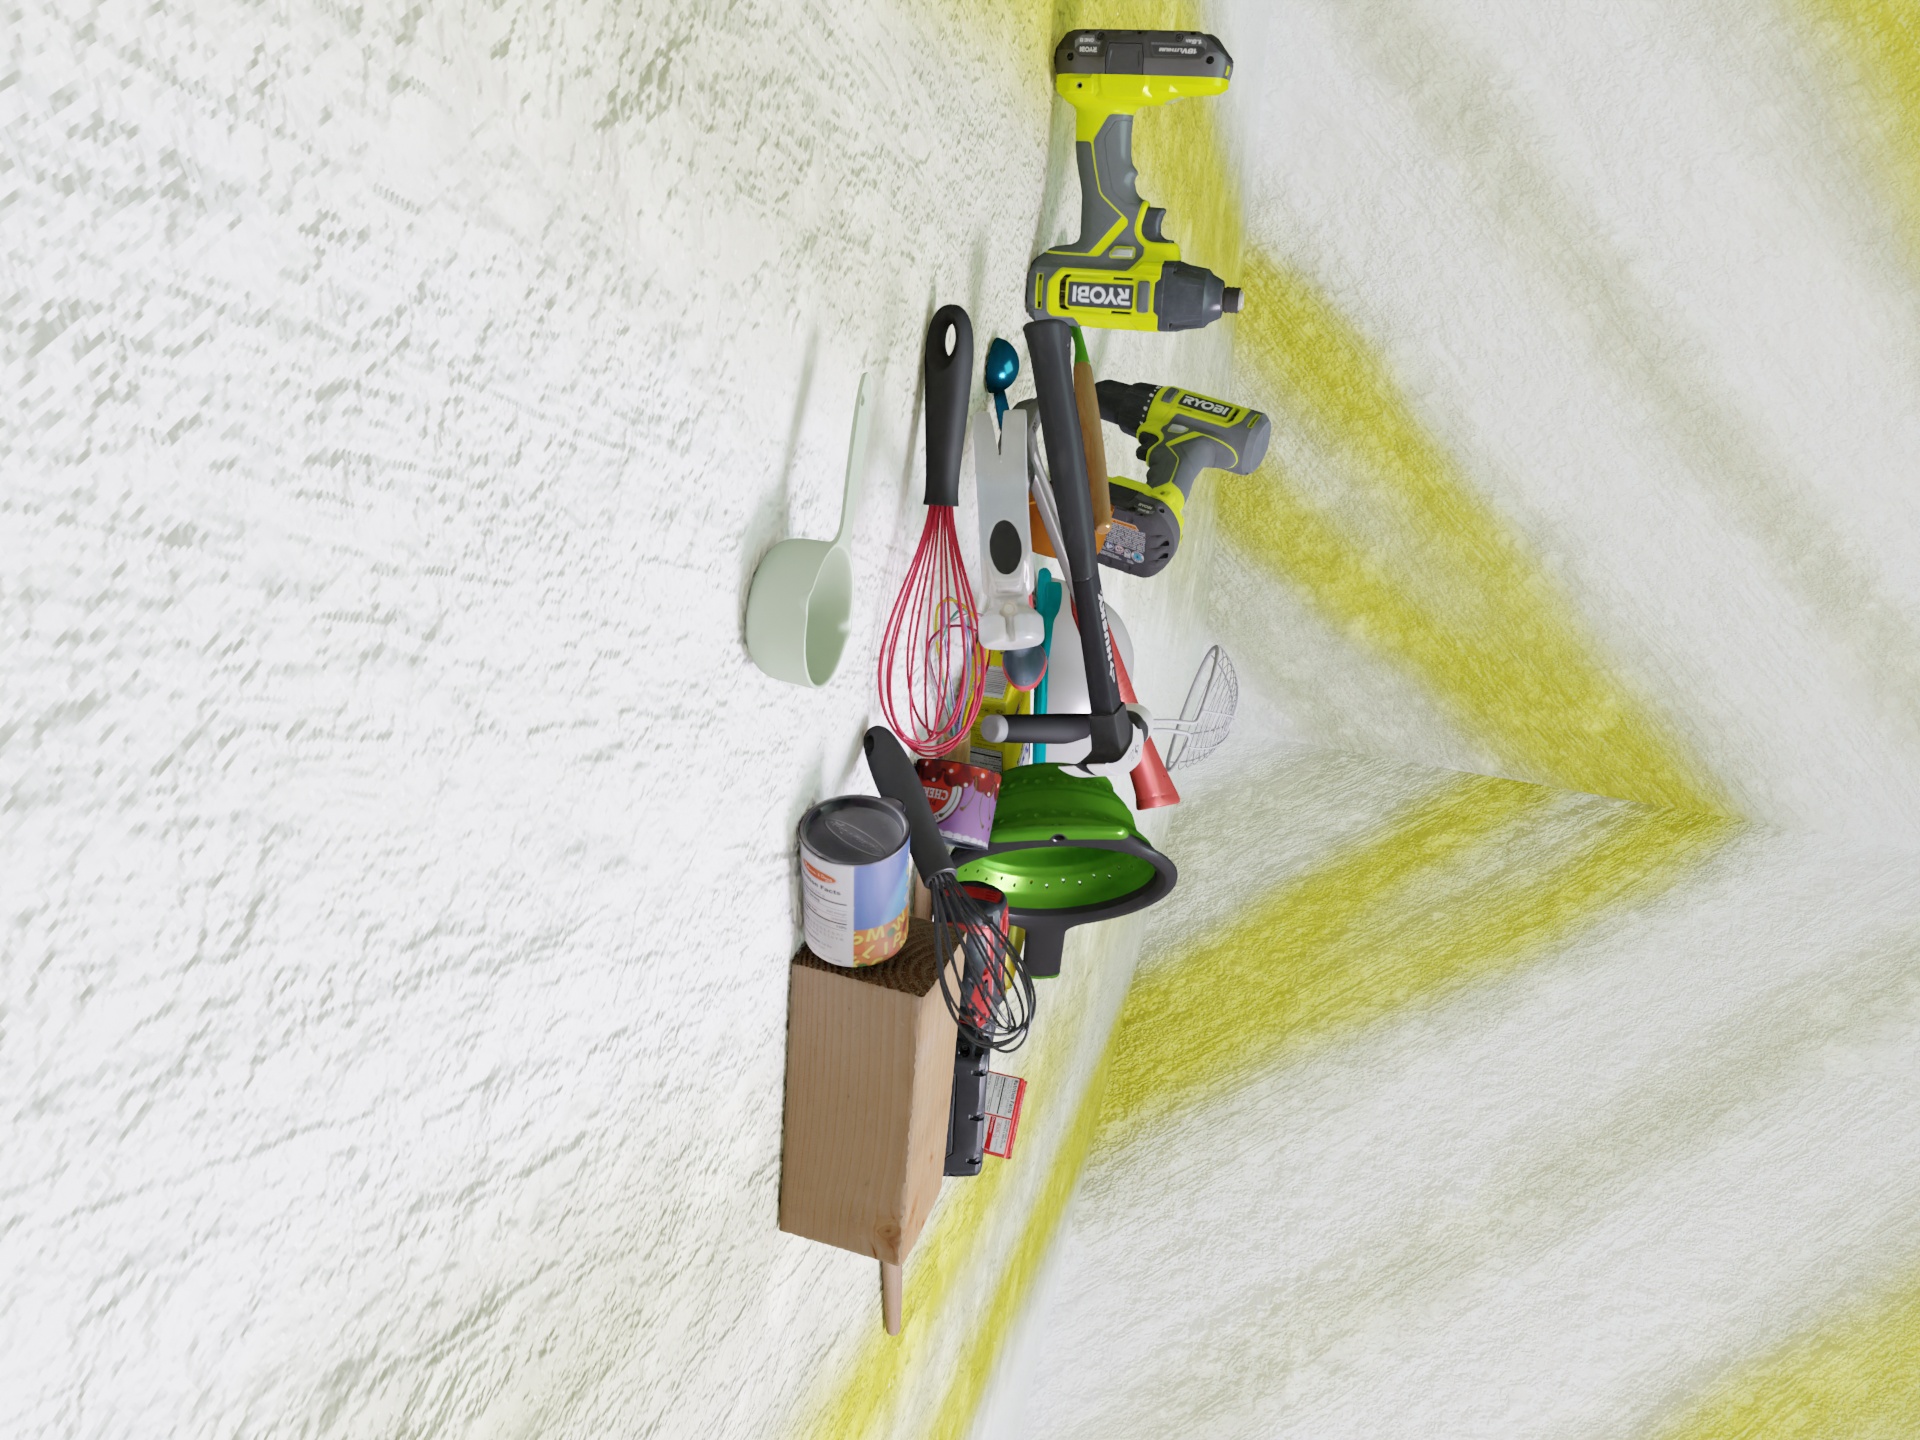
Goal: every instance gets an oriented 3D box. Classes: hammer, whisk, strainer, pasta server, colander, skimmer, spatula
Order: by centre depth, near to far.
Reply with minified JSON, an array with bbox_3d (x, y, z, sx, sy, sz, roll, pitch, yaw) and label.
[{"bbox_3d":[-0.013,0.099,0.993,0.055,0.055,0.239,79,-13,-59],"label":"whisk"},{"bbox_3d":[-0.015,-0.121,1.041,0.073,0.073,0.296,-25,119,-75],"label":"whisk"},{"bbox_3d":[0.038,-0.091,1.113,0.386,0.038,0.143,62,25,-82],"label":"hammer"},{"bbox_3d":[0.085,-0.118,1.140,0.146,0.035,0.334,-43,126,-62],"label":"hammer"},{"bbox_3d":[-0.001,-0.003,1.229,0.244,0.047,0.051,91,14,-50],"label":"whisk"},{"bbox_3d":[0.108,-0.080,1.276,0.149,0.037,0.358,-69,142,-54],"label":"hammer"},{"bbox_3d":[-0.037,0.243,1.316,0.060,0.018,0.315,-80,175,-63],"label":"spatula"},{"bbox_3d":[-0.052,0.440,1.367,0.060,0.040,0.316,-82,175,-51],"label":"pasta server"},{"bbox_3d":[0.075,0.132,1.393,0.396,0.204,0.095,89,0,-64],"label":"colander"},{"bbox_3d":[0.130,-0.008,1.401,0.363,0.090,0.127,-1,119,-46],"label":"skimmer"},{"bbox_3d":[0.115,-0.056,1.453,0.340,0.095,0.211,85,8,-74],"label":"strainer"}]

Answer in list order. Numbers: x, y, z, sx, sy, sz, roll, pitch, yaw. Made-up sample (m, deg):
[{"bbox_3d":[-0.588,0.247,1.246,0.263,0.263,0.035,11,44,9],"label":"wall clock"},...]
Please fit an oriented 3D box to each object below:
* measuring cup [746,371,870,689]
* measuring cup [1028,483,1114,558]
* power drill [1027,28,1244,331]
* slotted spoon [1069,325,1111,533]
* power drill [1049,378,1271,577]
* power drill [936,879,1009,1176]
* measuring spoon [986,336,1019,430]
[{"bbox_3d":[-0.076,-0.101,0.821,0.083,0.038,0.167,33,66,-77],"label":"measuring cup"},{"bbox_3d":[0.060,-0.162,1.328,0.173,0.095,0.052,-17,125,-55],"label":"measuring cup"},{"bbox_3d":[0.146,-0.423,1.258,0.080,0.171,0.223,-50,145,-66],"label":"power drill"},{"bbox_3d":[0.103,-0.276,1.319,0.070,0.031,0.314,82,4,-55],"label":"slotted spoon"},{"bbox_3d":[0.178,-0.254,1.573,0.229,0.191,0.080,-52,153,-35],"label":"power drill"},{"bbox_3d":[-0.007,0.250,1.212,0.227,0.080,0.187,-68,162,-66],"label":"power drill"},{"bbox_3d":[0.040,-0.254,1.251,0.128,0.021,0.042,69,33,-68],"label":"measuring spoon"}]
